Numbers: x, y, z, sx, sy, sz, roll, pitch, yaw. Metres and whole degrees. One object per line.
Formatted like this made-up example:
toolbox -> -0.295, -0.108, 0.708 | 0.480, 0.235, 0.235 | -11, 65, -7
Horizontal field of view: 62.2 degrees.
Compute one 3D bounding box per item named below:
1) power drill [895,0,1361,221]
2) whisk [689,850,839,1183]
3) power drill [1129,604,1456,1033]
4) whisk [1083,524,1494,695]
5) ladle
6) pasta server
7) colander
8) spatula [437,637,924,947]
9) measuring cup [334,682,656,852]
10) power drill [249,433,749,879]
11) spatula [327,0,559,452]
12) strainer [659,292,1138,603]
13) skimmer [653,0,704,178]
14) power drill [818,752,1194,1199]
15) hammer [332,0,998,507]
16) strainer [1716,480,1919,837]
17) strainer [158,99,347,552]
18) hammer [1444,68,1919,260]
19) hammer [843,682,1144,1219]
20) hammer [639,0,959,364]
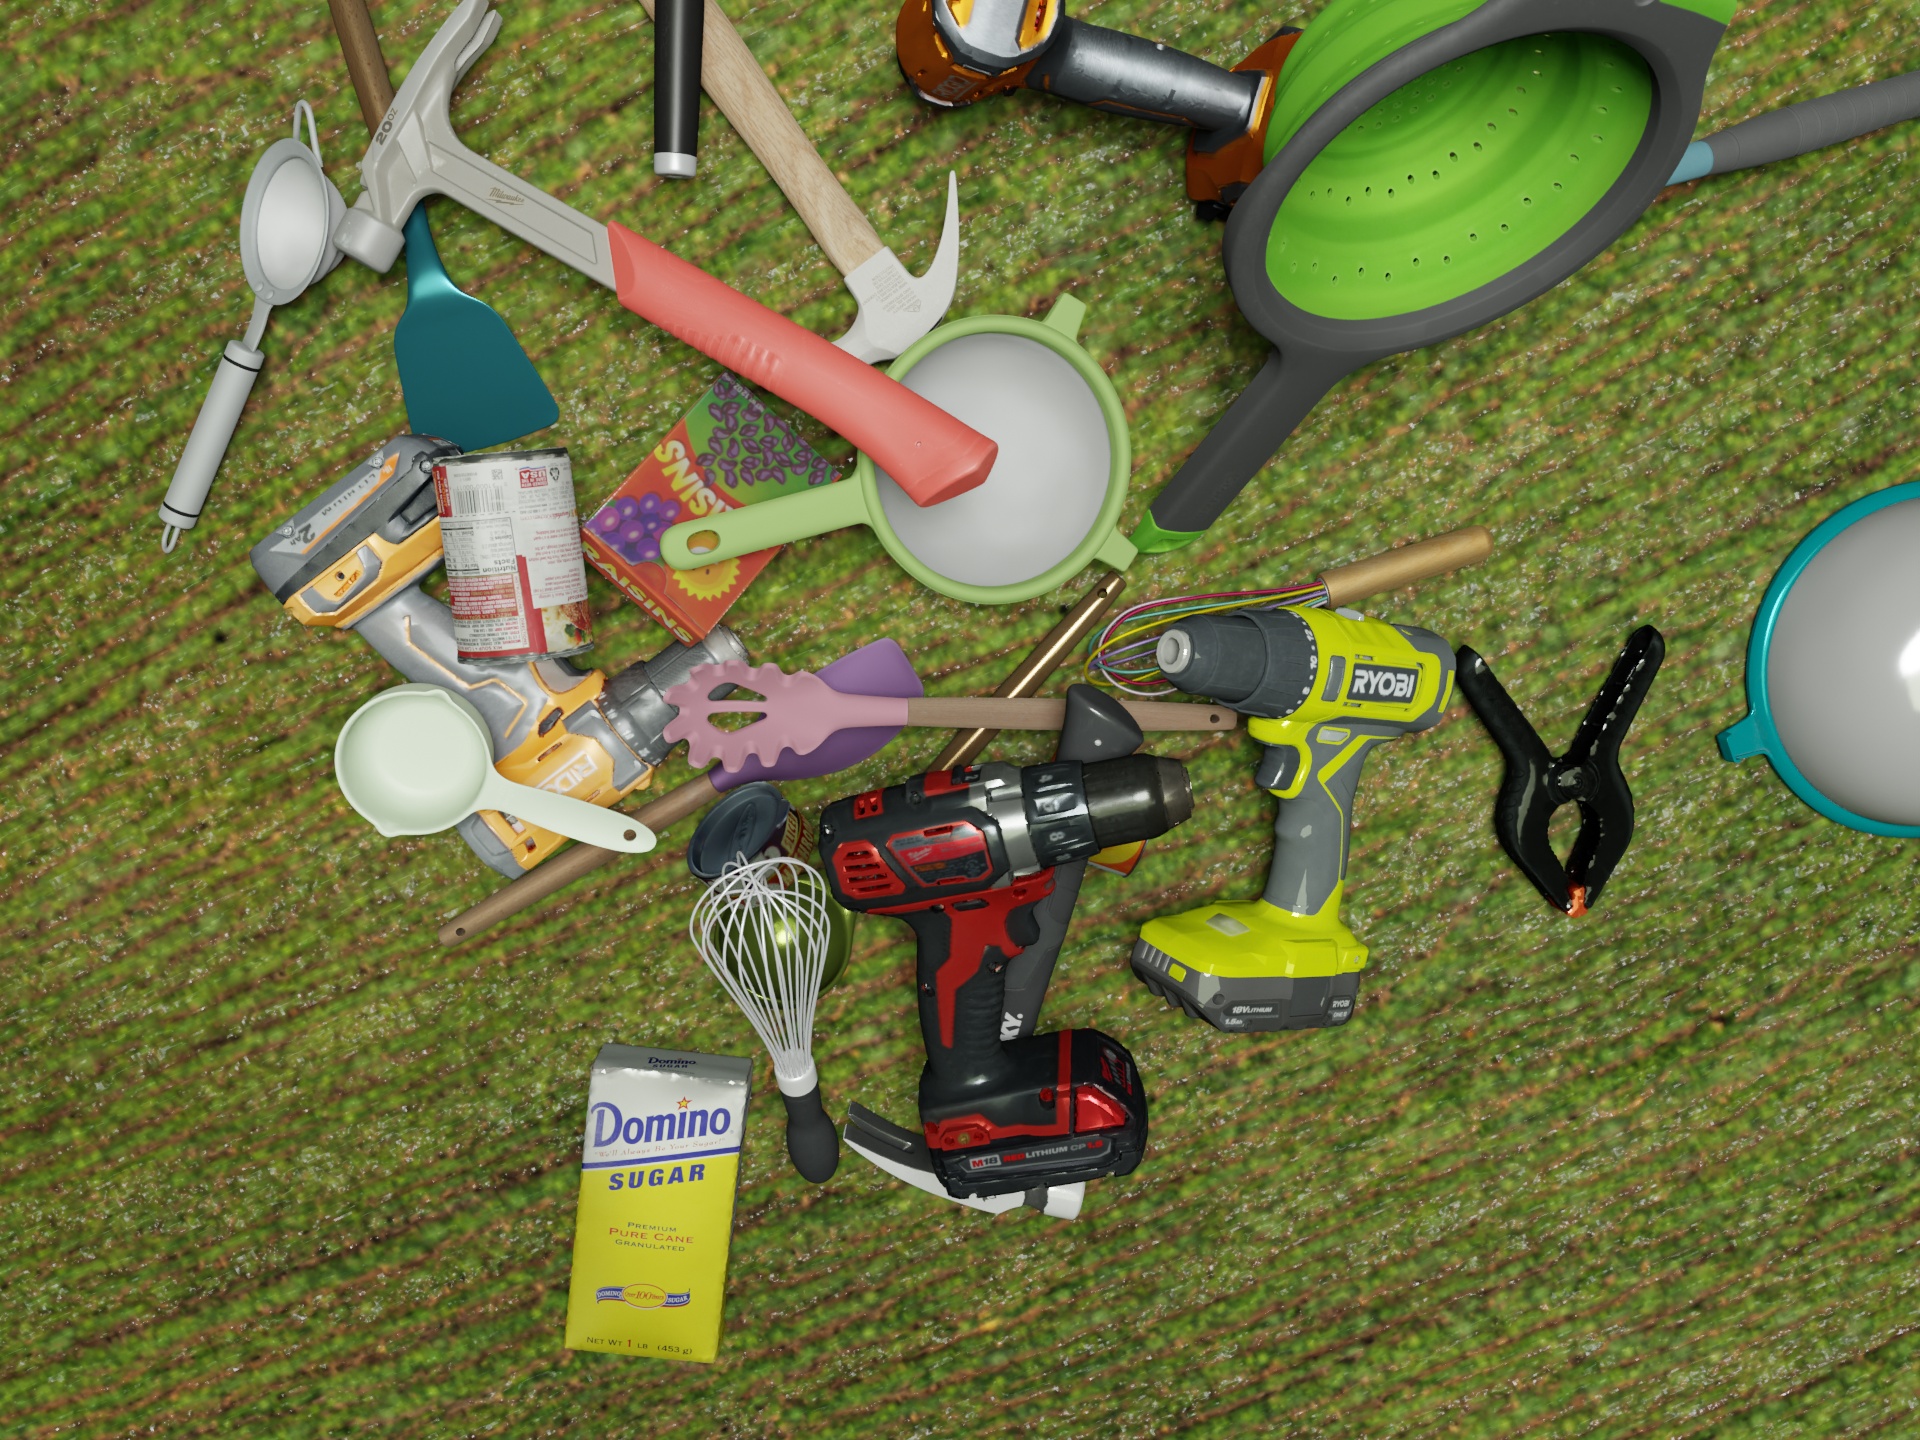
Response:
power drill -> 0.077, -0.323, 0.810 | 0.226, 0.164, 0.084 | 13, 98, -16
whisk -> -0.095, 0.172, 0.860 | 0.070, 0.070, 0.284 | -5, 134, -1
power drill -> 0.168, 0.048, 0.867 | 0.190, 0.080, 0.228 | 4, 103, -34
whisk -> 0.185, -0.065, 0.904 | 0.245, 0.051, 0.047 | -18, 120, -3
ladle -> -0.018, 0.036, 0.902 | 0.078, 0.062, 0.320 | 43, 93, 9
pasta server -> -0.001, -0.003, 0.870 | 0.316, 0.040, 0.060 | 1, 100, -7
colander -> 0.172, -0.220, 0.760 | 0.204, 0.397, 0.095 | -3, 63, -27
spatula -> -0.163, 0.050, 0.917 | 0.316, 0.018, 0.059 | -29, 107, 2
measuring cup -> -0.240, 0.033, 0.835 | 0.167, 0.038, 0.083 | 21, 100, -16
power drill -> -0.244, -0.050, 0.871 | 0.185, 0.084, 0.226 | -37, 102, 2
spatula -> -0.304, -0.304, 0.856 | 0.082, 0.044, 0.317 | -16, 94, 2
strainer -> -0.038, -0.126, 0.854 | 0.256, 0.069, 0.151 | -17, 104, -11
skimmer -> -0.157, -0.458, 0.771 | 0.127, 0.090, 0.363 | 10, 103, 30
power drill -> 0.042, 0.124, 0.823 | 0.188, 0.080, 0.226 | -12, 110, 8
hammer -> -0.137, -0.220, 0.798 | 0.359, 0.036, 0.149 | 31, 91, 8
strainer -> 0.589, -0.087, 0.882 | 0.211, 0.095, 0.340 | 21, 99, -5
strainer -> -0.383, -0.205, 0.860 | 0.087, 0.050, 0.258 | 37, 105, 31
hammer -> 0.402, -0.300, 0.842 | 0.331, 0.128, 0.033 | -18, 101, -8
hammer -> 0.032, 0.133, 0.886 | 0.146, 0.035, 0.334 | 13, 114, -1
hammer -> -0.117, -0.341, 0.851 | 0.130, 0.031, 0.331 | -36, 98, 4
